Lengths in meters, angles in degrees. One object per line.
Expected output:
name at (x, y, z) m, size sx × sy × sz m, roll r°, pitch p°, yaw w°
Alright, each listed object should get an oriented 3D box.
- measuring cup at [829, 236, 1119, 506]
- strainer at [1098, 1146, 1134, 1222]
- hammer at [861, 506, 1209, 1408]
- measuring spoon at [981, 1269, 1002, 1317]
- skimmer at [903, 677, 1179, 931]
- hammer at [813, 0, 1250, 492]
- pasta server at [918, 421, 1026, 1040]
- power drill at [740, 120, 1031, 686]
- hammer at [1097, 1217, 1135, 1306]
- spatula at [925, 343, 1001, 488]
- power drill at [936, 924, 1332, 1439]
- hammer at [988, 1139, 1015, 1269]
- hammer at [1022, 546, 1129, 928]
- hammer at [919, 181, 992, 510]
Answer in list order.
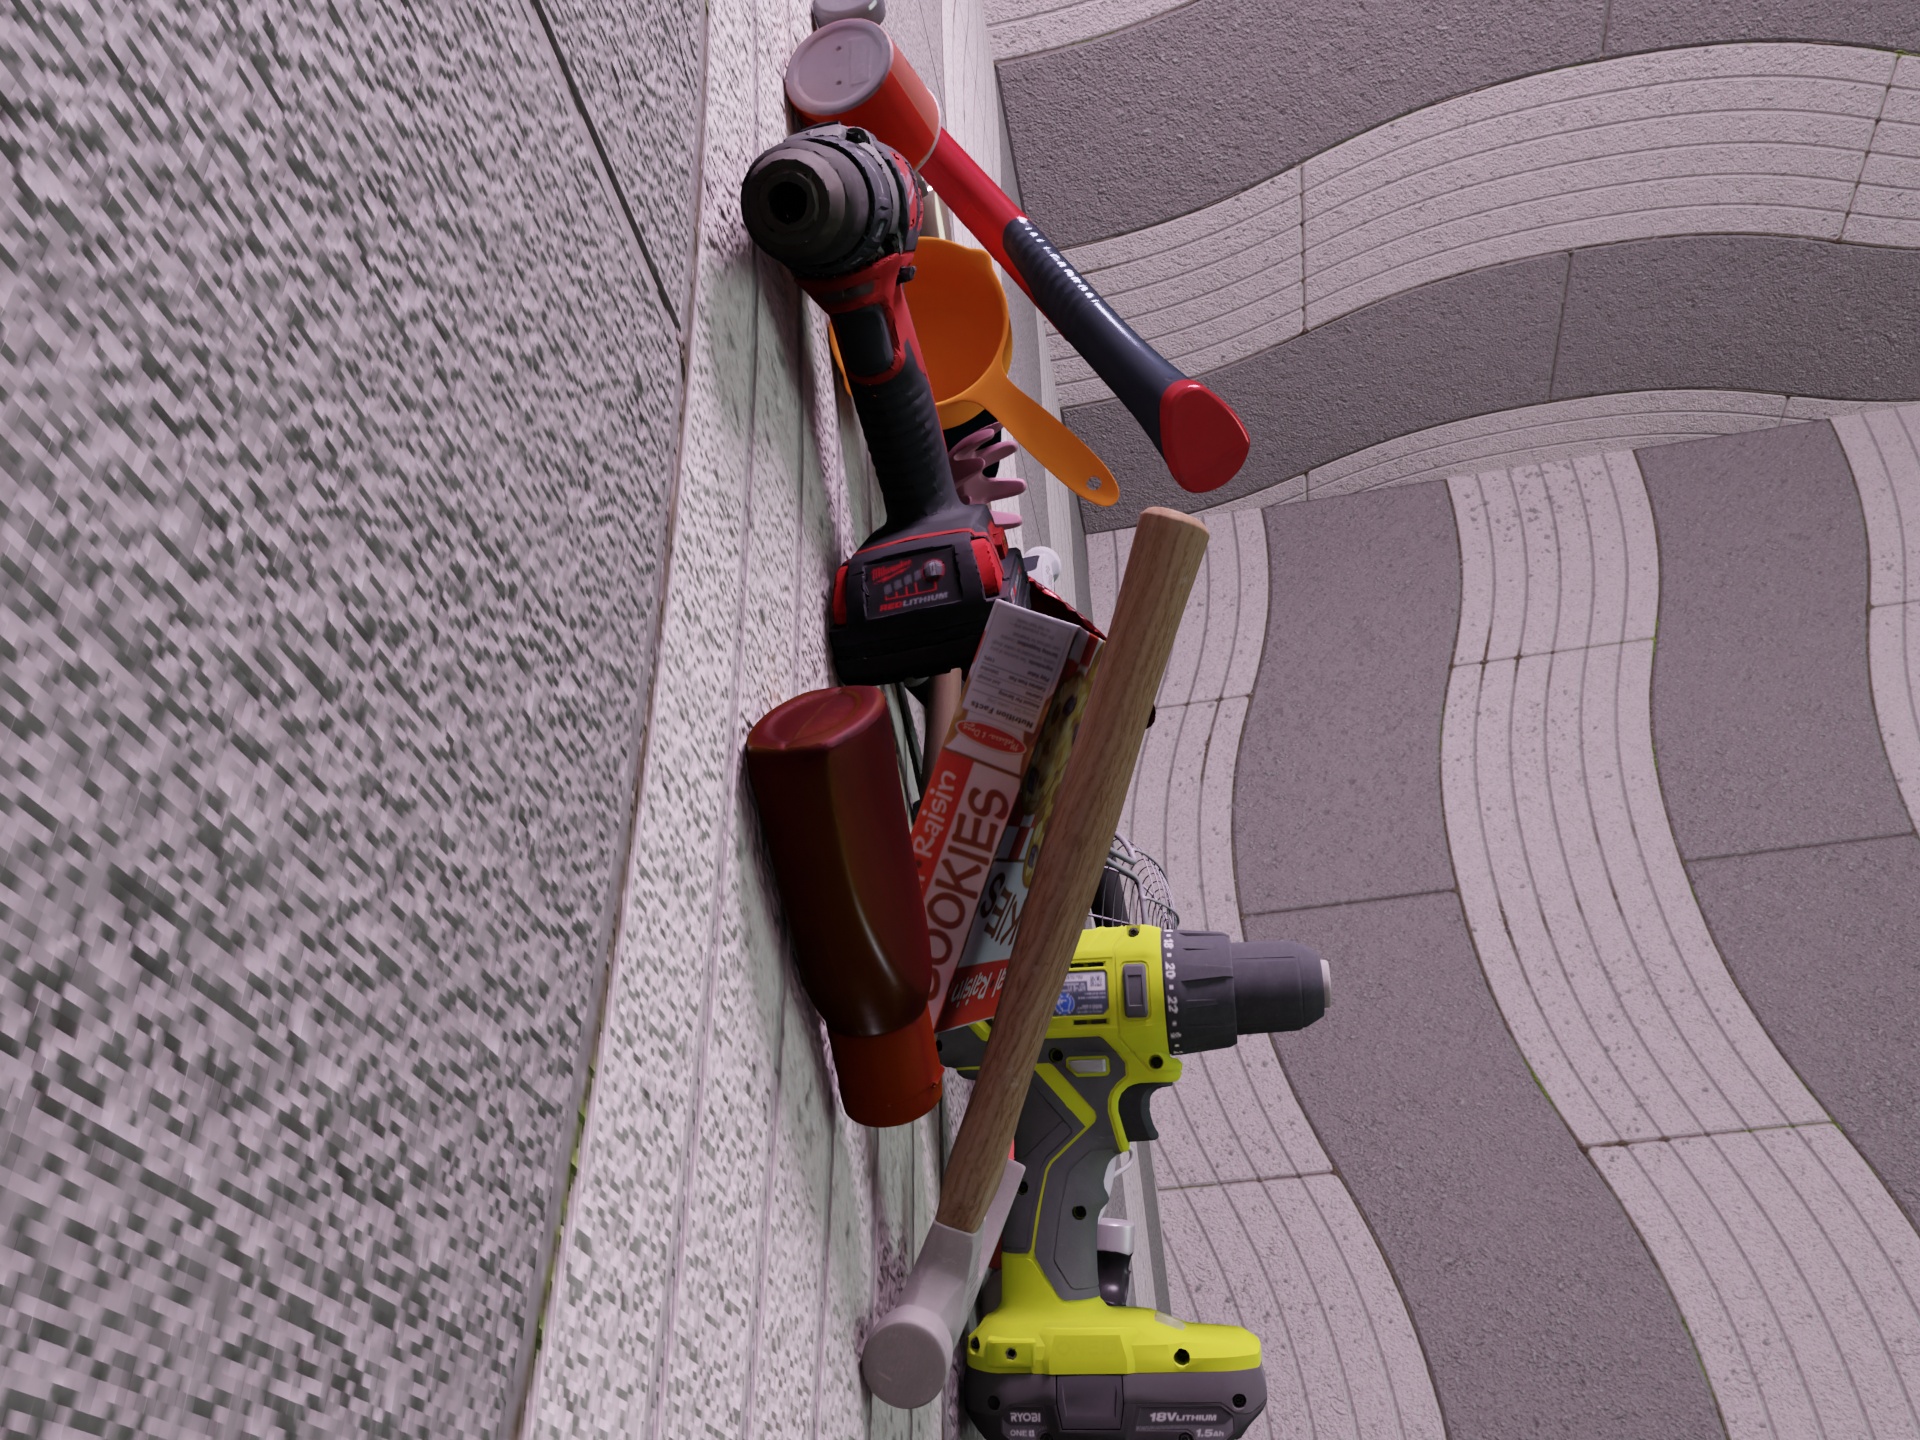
measuring cup at (0.013, -0.159, 0.781) m, size 0.174 × 0.095 × 0.052 m, roll 44°, pitch -1°, yaw 9°
strainer at (0.054, 0.278, 0.954) m, size 0.258 × 0.050 × 0.087 m, roll 19°, pitch 74°, yaw -71°
hammer at (0.034, 0.081, 0.608) m, size 0.130 × 0.031 × 0.331 m, roll 15°, pitch 92°, yaw -81°
measuring spoon at (0.021, 0.302, 0.848) m, size 0.124 × 0.018 × 0.034 m, roll 78°, pitch 5°, yaw -81°
skimmer at (0.037, 0.071, 0.937) m, size 0.362 × 0.090 × 0.127 m, roll 45°, pitch 26°, yaw -46°
hammer at (0.029, -0.231, 0.805) m, size 0.387 × 0.038 × 0.143 m, roll 57°, pitch -7°, yaw 36°
pasta server at (-0.001, -0.002, 0.771) m, size 0.060 × 0.040 × 0.316 m, roll 48°, pitch 41°, yaw -59°
power drill at (-0.034, -0.132, 0.661) m, size 0.188 × 0.080 × 0.226 m, roll -74°, pitch 152°, yaw -73°
hammer at (0.070, 0.393, 0.969) m, size 0.334 × 0.035 × 0.146 m, roll 45°, pitch 48°, yaw -72°
spatula at (0.031, -0.092, 0.938) m, size 0.317 × 0.082 × 0.044 m, roll 58°, pitch 41°, yaw -51°
power drill at (0.081, 0.208, 0.738) m, size 0.080 × 0.190 × 0.229 m, roll 54°, pitch 33°, yaw -75°
hammer at (0.030, 0.182, 0.943) m, size 0.359 × 0.036 × 0.149 m, roll -85°, pitch 165°, yaw -61°
hammer at (0.085, 0.046, 1.129) m, size 0.128 × 0.033 × 0.331 m, roll -56°, pitch 133°, yaw -73°
hammer at (0.005, -0.185, 1.151) m, size 0.146 × 0.038 × 0.410 m, roll -34°, pitch 115°, yaw -83°
